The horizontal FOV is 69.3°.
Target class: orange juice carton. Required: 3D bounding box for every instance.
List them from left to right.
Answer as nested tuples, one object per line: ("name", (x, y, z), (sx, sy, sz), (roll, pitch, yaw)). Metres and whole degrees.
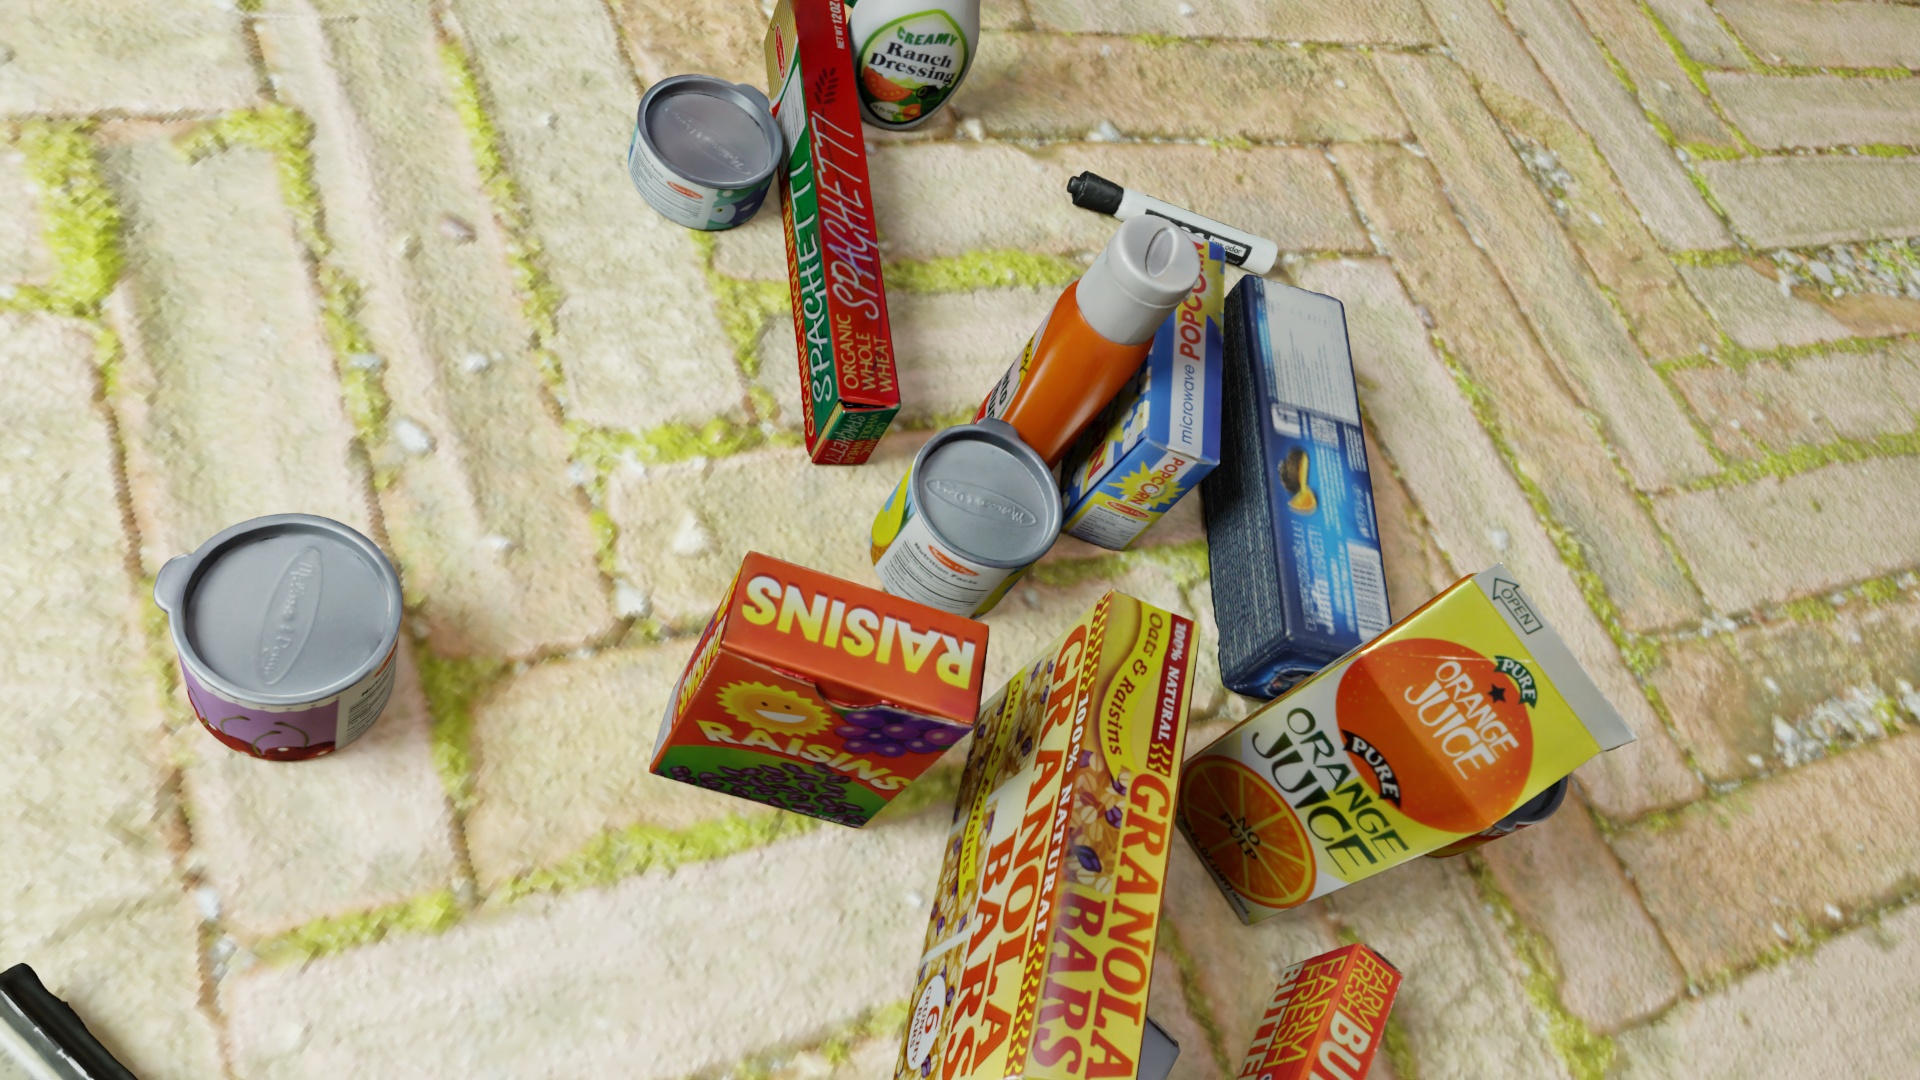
("orange juice carton", (0.160, 0.077, 0.523), (0.073, 0.191, 0.072), (-27, 77, -33))

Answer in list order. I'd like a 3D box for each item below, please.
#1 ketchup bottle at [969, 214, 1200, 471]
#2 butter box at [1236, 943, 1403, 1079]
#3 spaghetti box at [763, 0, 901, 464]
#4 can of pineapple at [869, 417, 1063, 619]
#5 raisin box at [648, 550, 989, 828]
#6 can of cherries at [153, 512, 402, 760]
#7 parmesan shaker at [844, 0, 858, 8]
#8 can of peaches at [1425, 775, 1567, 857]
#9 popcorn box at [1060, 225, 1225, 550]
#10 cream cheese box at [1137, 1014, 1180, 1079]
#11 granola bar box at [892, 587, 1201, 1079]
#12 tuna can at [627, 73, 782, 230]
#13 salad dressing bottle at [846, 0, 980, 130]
("ketchup bottle", (0.050, -0.076, 0.584), (0.043, 0.148, 0.065), (28, 56, -8))
("butter box", (0.127, 0.203, 0.523), (0.024, 0.053, 0.104), (38, 55, -1))
("spaghetti box", (-0.062, -0.153, 0.637), (0.029, 0.050, 0.251), (3, 62, -23))
("can of pineapple", (0.002, -0.007, 0.580), (0.071, 0.057, 0.071), (11, 59, -19))
("raisin box", (-0.053, 0.057, 0.481), (0.086, 0.122, 0.040), (19, 57, -14))
("can of cherries", (-0.223, 0.032, 0.458), (0.071, 0.058, 0.072), (11, 59, -19))
("parmesan shaker", (-0.029, -0.333, 0.719), (0.071, 0.102, 0.071), (11, 60, -19))
("can of peaches", (0.222, 0.104, 0.618), (0.071, 0.057, 0.071), (11, 59, -19))
("popcorn box", (0.082, -0.070, 0.634), (0.038, 0.084, 0.127), (17, 58, -15))
("cream cheese box", (0.031, 0.211, 0.476), (0.024, 0.053, 0.104), (42, 55, 2))
("granola bar box", (0.029, 0.116, 0.484), (0.039, 0.123, 0.166), (22, 56, -12))
("tuna can", (-0.116, -0.179, 0.638), (0.071, 0.032, 0.071), (11, 59, -19))
("salad dressing bottle", (-0.013, -0.261, 0.659), (0.064, 0.147, 0.044), (7, 61, -21))
